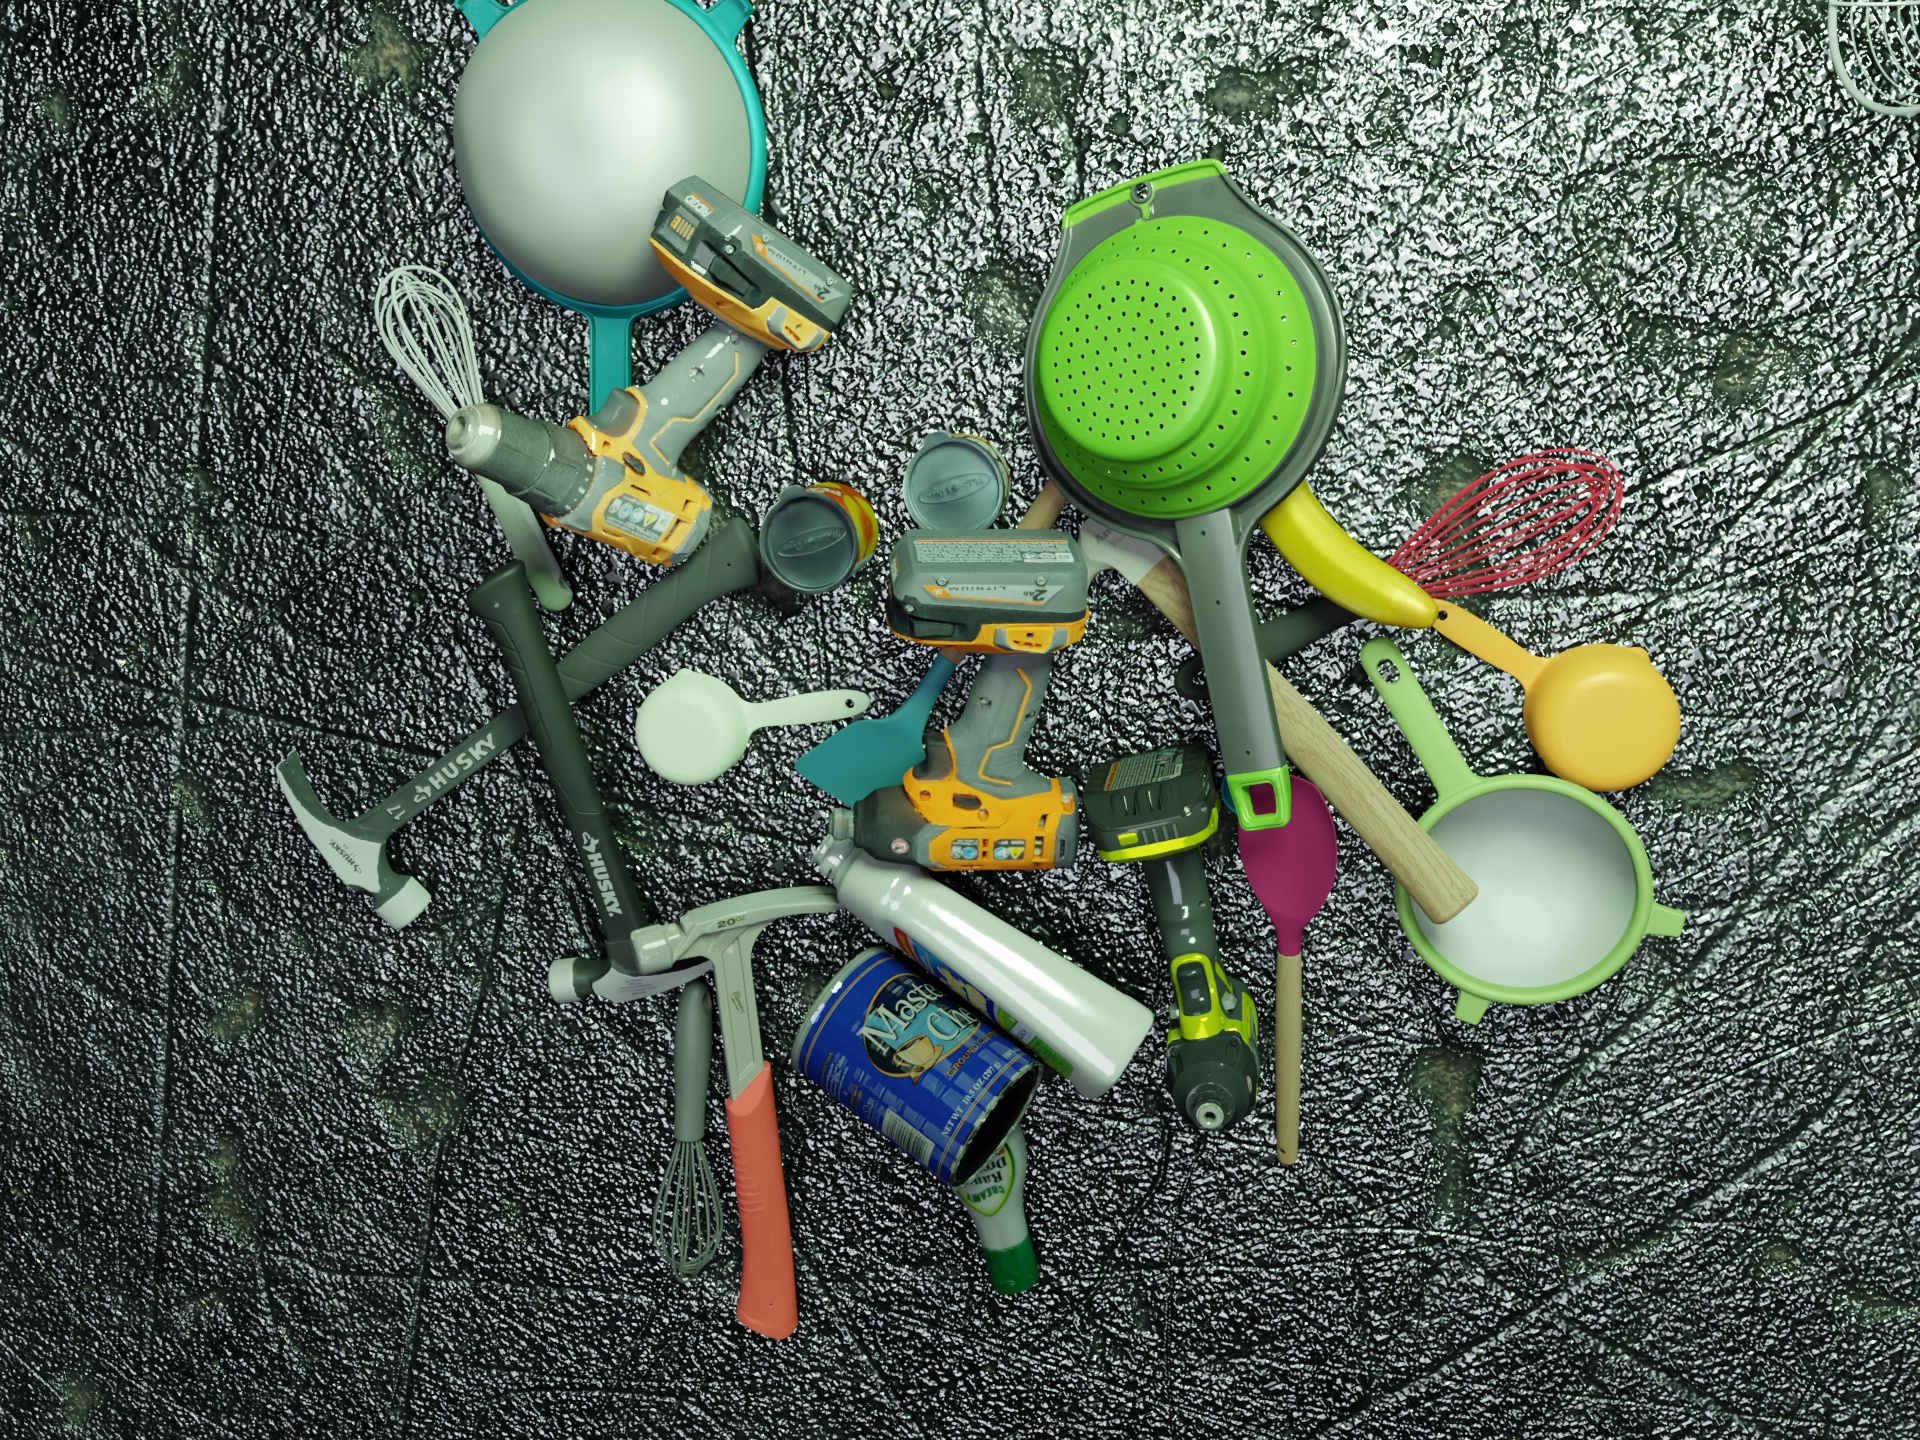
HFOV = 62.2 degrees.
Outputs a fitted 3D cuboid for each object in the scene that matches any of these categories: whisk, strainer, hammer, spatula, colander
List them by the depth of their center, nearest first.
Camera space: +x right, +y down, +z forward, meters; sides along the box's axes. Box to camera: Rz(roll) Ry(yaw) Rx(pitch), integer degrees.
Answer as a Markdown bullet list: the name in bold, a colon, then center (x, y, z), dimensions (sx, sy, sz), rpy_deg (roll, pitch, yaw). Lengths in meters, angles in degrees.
- **colander**: center (0.128, -0.125, 0.920), dimensions (0.204, 0.094, 0.397), rpy_deg (-11, 92, 28)
- **whisk**: center (0.263, -0.082, 0.985), dimensions (0.296, 0.073, 0.073), rpy_deg (-27, 99, 22)
- **hammer**: center (0.198, -0.011, 0.986), dimensions (0.331, 0.031, 0.130), rpy_deg (49, 117, 8)
- **strainer**: center (-0.236, -0.295, 1.000), dimensions (0.211, 0.095, 0.340), rpy_deg (5, 104, 9)
- **strainer**: center (0.326, 0.054, 1.005), dimensions (0.151, 0.069, 0.256), rpy_deg (-31, 93, 21)
- **spatula**: center (0.004, -0.066, 1.052), dimensions (0.082, 0.044, 0.317), rpy_deg (31, 103, -13)
- **whisk**: center (-0.323, -0.187, 1.073), dimensions (0.059, 0.058, 0.246), rpy_deg (-22, 105, 6)
- **hammer**: center (-0.259, 0.048, 1.096), dimensions (0.146, 0.035, 0.334), rpy_deg (-9, 114, 10)
- **hammer**: center (-0.302, -0.012, 1.112), dimensions (0.409, 0.036, 0.149), rpy_deg (-35, 108, 15)
- **hammer**: center (-0.142, 0.293, 1.157), dimensions (0.149, 0.037, 0.359), rpy_deg (-11, 112, -18)
- **whisk**: center (-0.200, 0.306, 1.184), dimensions (0.055, 0.055, 0.239), rpy_deg (6, 101, 9)

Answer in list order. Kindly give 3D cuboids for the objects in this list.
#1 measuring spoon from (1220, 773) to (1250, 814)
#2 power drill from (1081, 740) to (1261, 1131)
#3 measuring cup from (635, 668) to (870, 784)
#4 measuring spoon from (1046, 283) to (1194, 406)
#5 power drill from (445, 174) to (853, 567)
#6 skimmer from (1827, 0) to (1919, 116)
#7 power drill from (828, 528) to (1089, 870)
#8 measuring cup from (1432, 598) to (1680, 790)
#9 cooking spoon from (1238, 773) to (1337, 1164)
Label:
- **measuring spoon**: center (0.205, 0.080, 1.063), dimensions (0.042, 0.021, 0.128), rpy_deg (-13, 111, 13)
- **power drill**: center (0.142, 0.138, 1.008), dimensions (0.080, 0.171, 0.223), rpy_deg (-13, 99, 12)
- **measuring cup**: center (-0.145, 0.002, 1.092), dimensions (0.167, 0.038, 0.083), rpy_deg (-8, 103, 14)
- **measuring spoon**: center (0.102, -0.234, 0.999), dimensions (0.117, 0.011, 0.021), rpy_deg (37, 109, -4)
- **power drill**: center (-0.190, -0.212, 0.967), dimensions (0.084, 0.185, 0.226), rpy_deg (45, 105, 35)
- **skimmer**: center (0.394, -0.421, 0.883), dimensions (0.363, 0.090, 0.127), rpy_deg (15, 111, 17)
- **power drill**: center (-0.002, -0.003, 1.006), dimensions (0.164, 0.084, 0.226), rpy_deg (-1, 119, -6)
- **measuring cup**: center (0.362, -0.022, 0.982), dimensions (0.173, 0.052, 0.095), rpy_deg (32, 108, -1)
- **cooking spoon**: center (0.215, 0.170, 1.040), dimensions (0.069, 0.017, 0.318), rpy_deg (17, 126, 35)
